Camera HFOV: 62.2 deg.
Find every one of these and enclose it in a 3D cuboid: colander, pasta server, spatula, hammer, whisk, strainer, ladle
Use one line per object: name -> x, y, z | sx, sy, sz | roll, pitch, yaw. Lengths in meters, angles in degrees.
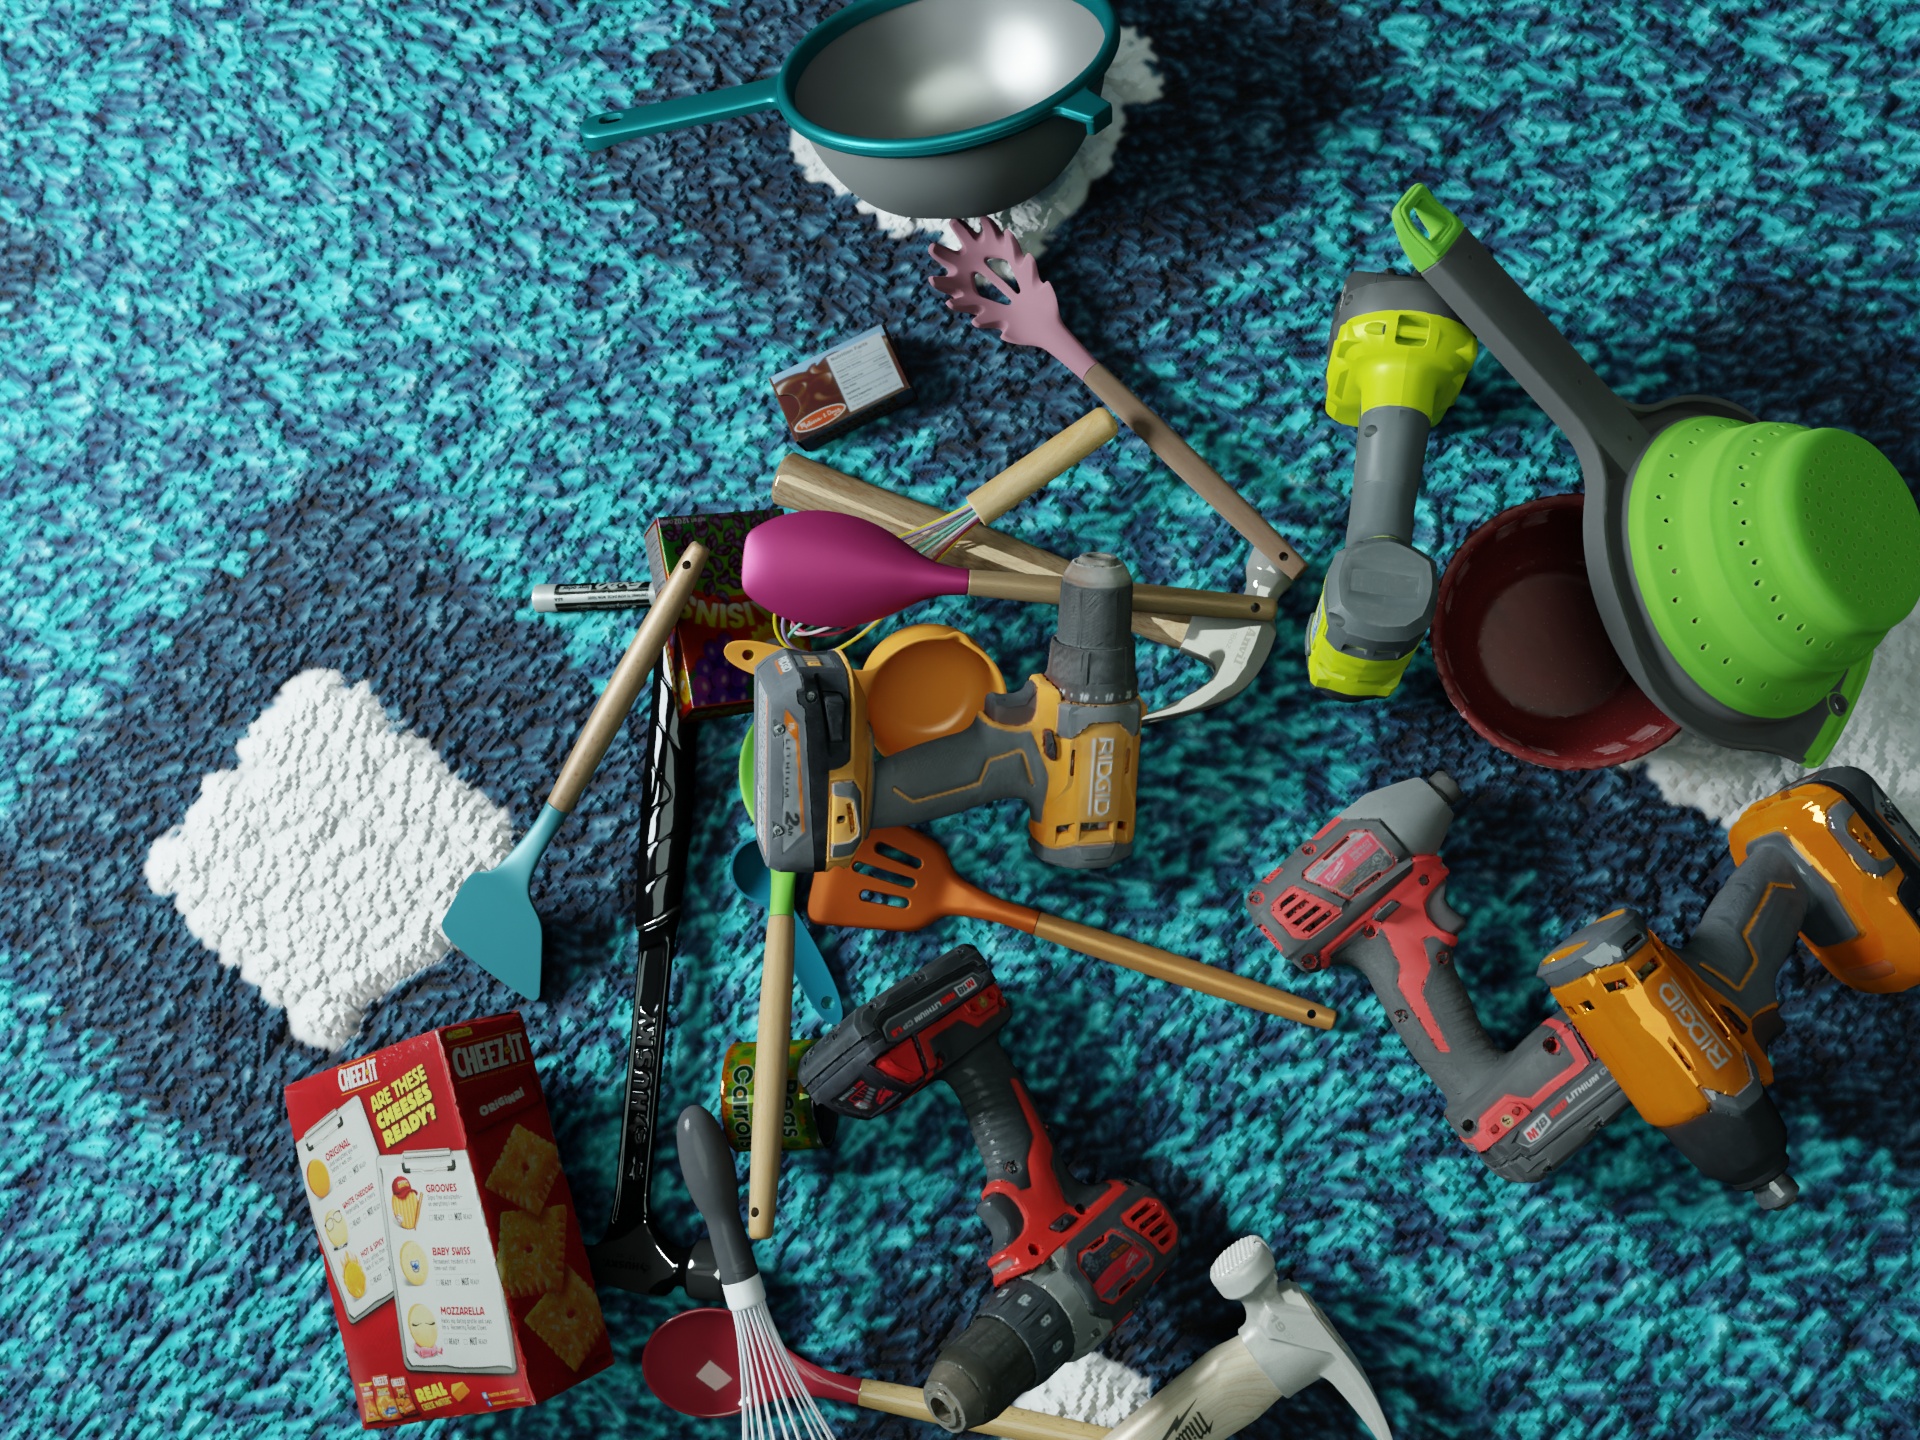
colander -> 0.388, -0.147, 0.846 | 0.397, 0.094, 0.204 | 44, 64, -10
pasta server -> 0.097, -0.199, 0.984 | 0.316, 0.040, 0.060 | 47, 107, 16
spatula -> 0.069, 0.131, 0.961 | 0.322, 0.041, 0.081 | 17, 85, 8
hammer -> -0.195, 0.144, 0.996 | 0.149, 0.036, 0.409 | 2, 82, 14
hammer -> 0.034, -0.095, 0.998 | 0.331, 0.031, 0.130 | 21, 86, 10
whisk -> -0.115, 0.360, 0.918 | 0.070, 0.070, 0.285 | -17, 86, 5
whisk -> -0.011, -0.118, 0.969 | 0.245, 0.051, 0.047 | -34, 75, 3
strainer -> -0.064, -0.367, 1.000 | 0.340, 0.095, 0.211 | -7, 49, 9
hammer -> 0.052, 0.472, 0.914 | 0.410, 0.038, 0.146 | -38, 90, 6
ladle -> -0.034, 0.405, 0.949 | 0.315, 0.031, 0.069 | 9, 95, 7
spatula -> -0.231, 0.029, 0.979 | 0.082, 0.044, 0.317 | 33, 100, 12

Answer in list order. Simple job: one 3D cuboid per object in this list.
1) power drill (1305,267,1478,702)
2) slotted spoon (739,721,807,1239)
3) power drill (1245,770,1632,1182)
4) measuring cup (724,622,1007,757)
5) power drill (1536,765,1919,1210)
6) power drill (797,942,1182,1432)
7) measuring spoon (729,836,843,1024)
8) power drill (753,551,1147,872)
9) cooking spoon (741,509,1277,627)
power drill -> 0.240, -0.127, 0.914 | 0.080, 0.171, 0.223 | 9, 76, 8
slotted spoon -> -0.109, 0.142, 0.942 | 0.070, 0.031, 0.314 | -11, 66, 30
power drill -> 0.286, 0.141, 0.915 | 0.143, 0.078, 0.220 | -41, 77, 1
measuring cup -> -0.058, -0.026, 0.963 | 0.173, 0.052, 0.095 | 15, 105, -12
power drill -> 0.433, 0.140, 0.847 | 0.226, 0.084, 0.164 | -30, 79, -24
power drill -> 0.005, 0.260, 0.892 | 0.227, 0.188, 0.080 | 54, 135, 11
measuring spoon -> -0.104, 0.131, 1.000 | 0.042, 0.021, 0.128 | -26, 90, 7
power drill -> -0.001, -0.003, 0.911 | 0.226, 0.084, 0.185 | -2, 109, -15
cooking spoon -> 0.030, -0.080, 0.943 | 0.319, 0.017, 0.069 | 5, 94, -3
